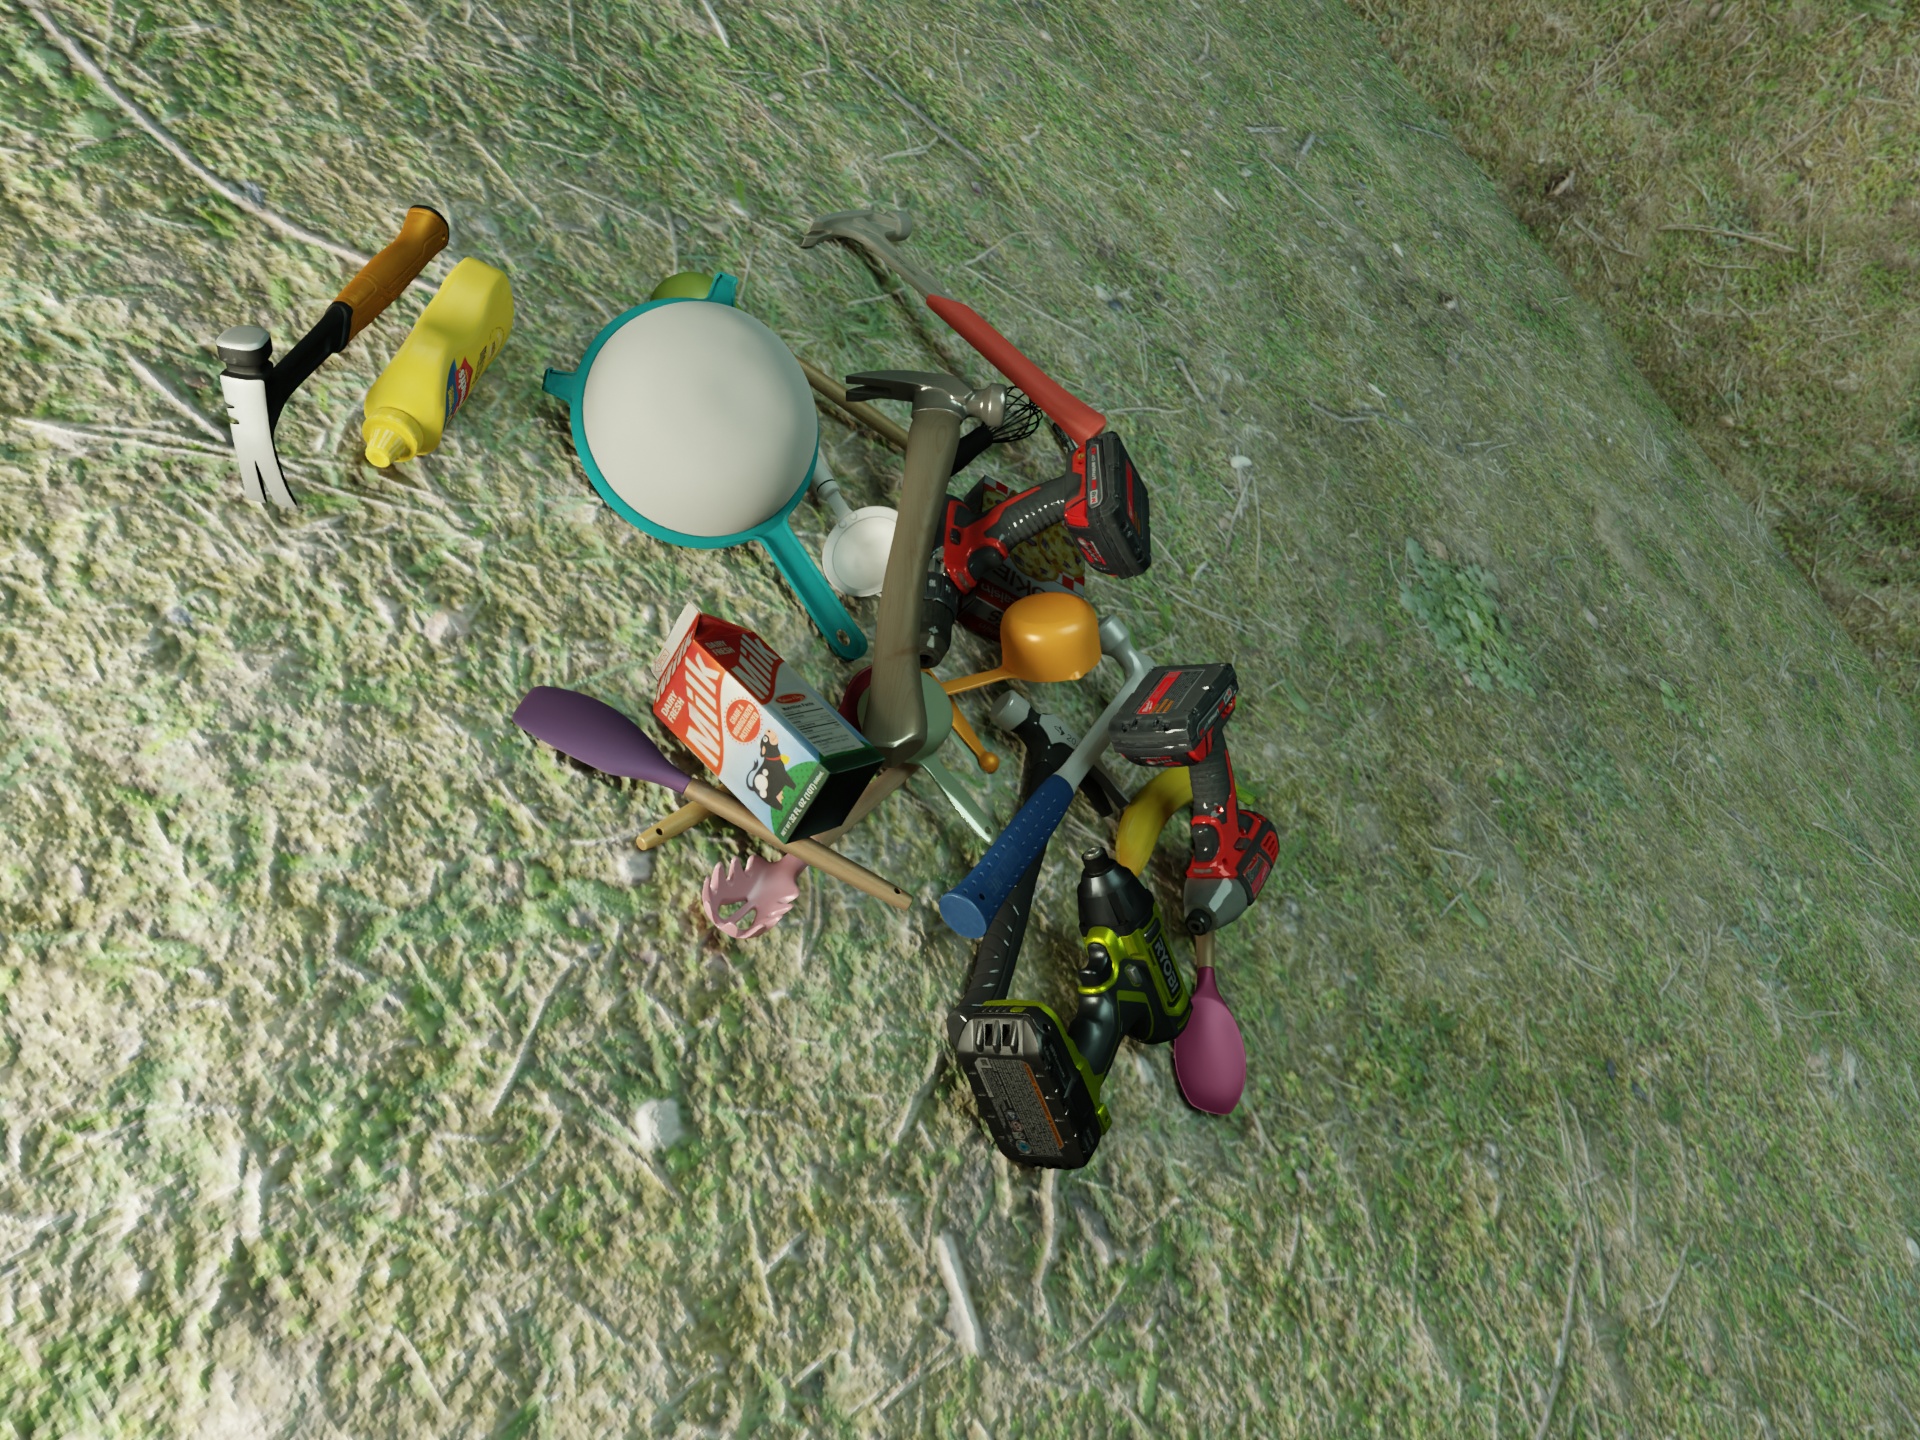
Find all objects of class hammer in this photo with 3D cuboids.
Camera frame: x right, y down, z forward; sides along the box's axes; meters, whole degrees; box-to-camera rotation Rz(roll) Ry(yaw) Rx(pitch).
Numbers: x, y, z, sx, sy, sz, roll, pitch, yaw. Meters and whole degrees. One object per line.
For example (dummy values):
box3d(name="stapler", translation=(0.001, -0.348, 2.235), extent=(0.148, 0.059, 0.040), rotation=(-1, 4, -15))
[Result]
box3d(name="hammer", translation=(0.094, 0.054, 1.332), extent=(0.144, 0.035, 0.406), rotation=(49, 40, -6))
box3d(name="hammer", translation=(0.005, -0.396, 1.600), extent=(0.359, 0.036, 0.149), rotation=(45, 40, 15))
box3d(name="hammer", translation=(-0.450, -0.293, 1.174), extent=(0.034, 0.127, 0.337), rotation=(9, 39, 1))
box3d(name="hammer", translation=(0.053, 0.133, 1.301), extent=(0.146, 0.035, 0.335), rotation=(38, 45, -20))
box3d(name="hammer", translation=(-0.050, -0.139, 1.320), extent=(0.146, 0.038, 0.411), rotation=(6, 54, 1))

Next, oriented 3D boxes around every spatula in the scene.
box3d(name="spatula", translation=(-0.174, 0.058, 1.153), extent=(0.316, 0.018, 0.060), rotation=(29, 42, -5))

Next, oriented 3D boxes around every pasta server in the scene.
box3d(name="pasta server", translation=(-0.094, 0.079, 1.224), extent=(0.060, 0.040, 0.316), rotation=(39, 40, 9))

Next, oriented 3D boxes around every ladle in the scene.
box3d(name="ladle", translation=(-0.132, 0.030, 1.237), extent=(0.069, 0.031, 0.315), rotation=(51, 44, 7))
box3d(name="ladle", translation=(-0.144, -0.310, 1.473), extent=(0.320, 0.062, 0.078), rotation=(31, 36, -28))

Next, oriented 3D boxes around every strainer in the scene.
box3d(name="strainer", translation=(-0.164, -0.197, 1.285), extent=(0.211, 0.095, 0.340), rotation=(-37, 99, -25))
box3d(name="strainer", translation=(-0.111, -0.197, 1.406), extent=(0.259, 0.087, 0.050), rotation=(58, 4, 19))

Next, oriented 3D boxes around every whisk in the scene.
box3d(name="whisk", translation=(0.023, -0.280, 1.565), extent=(0.055, 0.055, 0.239), rotation=(47, 39, -2))

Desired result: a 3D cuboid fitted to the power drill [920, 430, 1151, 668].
box3d(name="power drill", translation=(0.045, -0.143, 1.374), extent=(0.080, 0.227, 0.188), rotation=(54, 30, -42))

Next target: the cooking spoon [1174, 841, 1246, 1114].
box3d(name="cooking spoon", translation=(0.216, 0.199, 1.405), extent=(0.068, 0.017, 0.319), rotation=(18, 50, -14))

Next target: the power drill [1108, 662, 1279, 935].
box3d(name="power drill", translation=(0.207, 0.071, 1.369), extent=(0.143, 0.078, 0.219), rotation=(-47, 125, -44))

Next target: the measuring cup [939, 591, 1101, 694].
box3d(name="measuring cup", translation=(0.040, -0.064, 1.380), extent=(0.173, 0.052, 0.095), rotation=(-17, 32, -20))

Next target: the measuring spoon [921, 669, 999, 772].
box3d(name="measuring spoon", translation=(-0.002, -0.004, 1.378), extent=(0.021, 0.011, 0.117), rotation=(-29, 81, -47))

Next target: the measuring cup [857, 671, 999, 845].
box3d(name="measuring cup", translation=(-0.014, 0.028, 1.276), extent=(0.083, 0.038, 0.168), rotation=(-30, 77, -44))

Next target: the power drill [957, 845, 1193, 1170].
box3d(name="power drill", translation=(0.093, 0.216, 1.216), extent=(0.223, 0.080, 0.171), rotation=(-45, 119, -47))

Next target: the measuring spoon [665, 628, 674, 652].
box3d(name="measuring spoon", translation=(-0.182, -0.036, 1.257), extent=(0.124, 0.018, 0.034), rotation=(28, 40, -30))
